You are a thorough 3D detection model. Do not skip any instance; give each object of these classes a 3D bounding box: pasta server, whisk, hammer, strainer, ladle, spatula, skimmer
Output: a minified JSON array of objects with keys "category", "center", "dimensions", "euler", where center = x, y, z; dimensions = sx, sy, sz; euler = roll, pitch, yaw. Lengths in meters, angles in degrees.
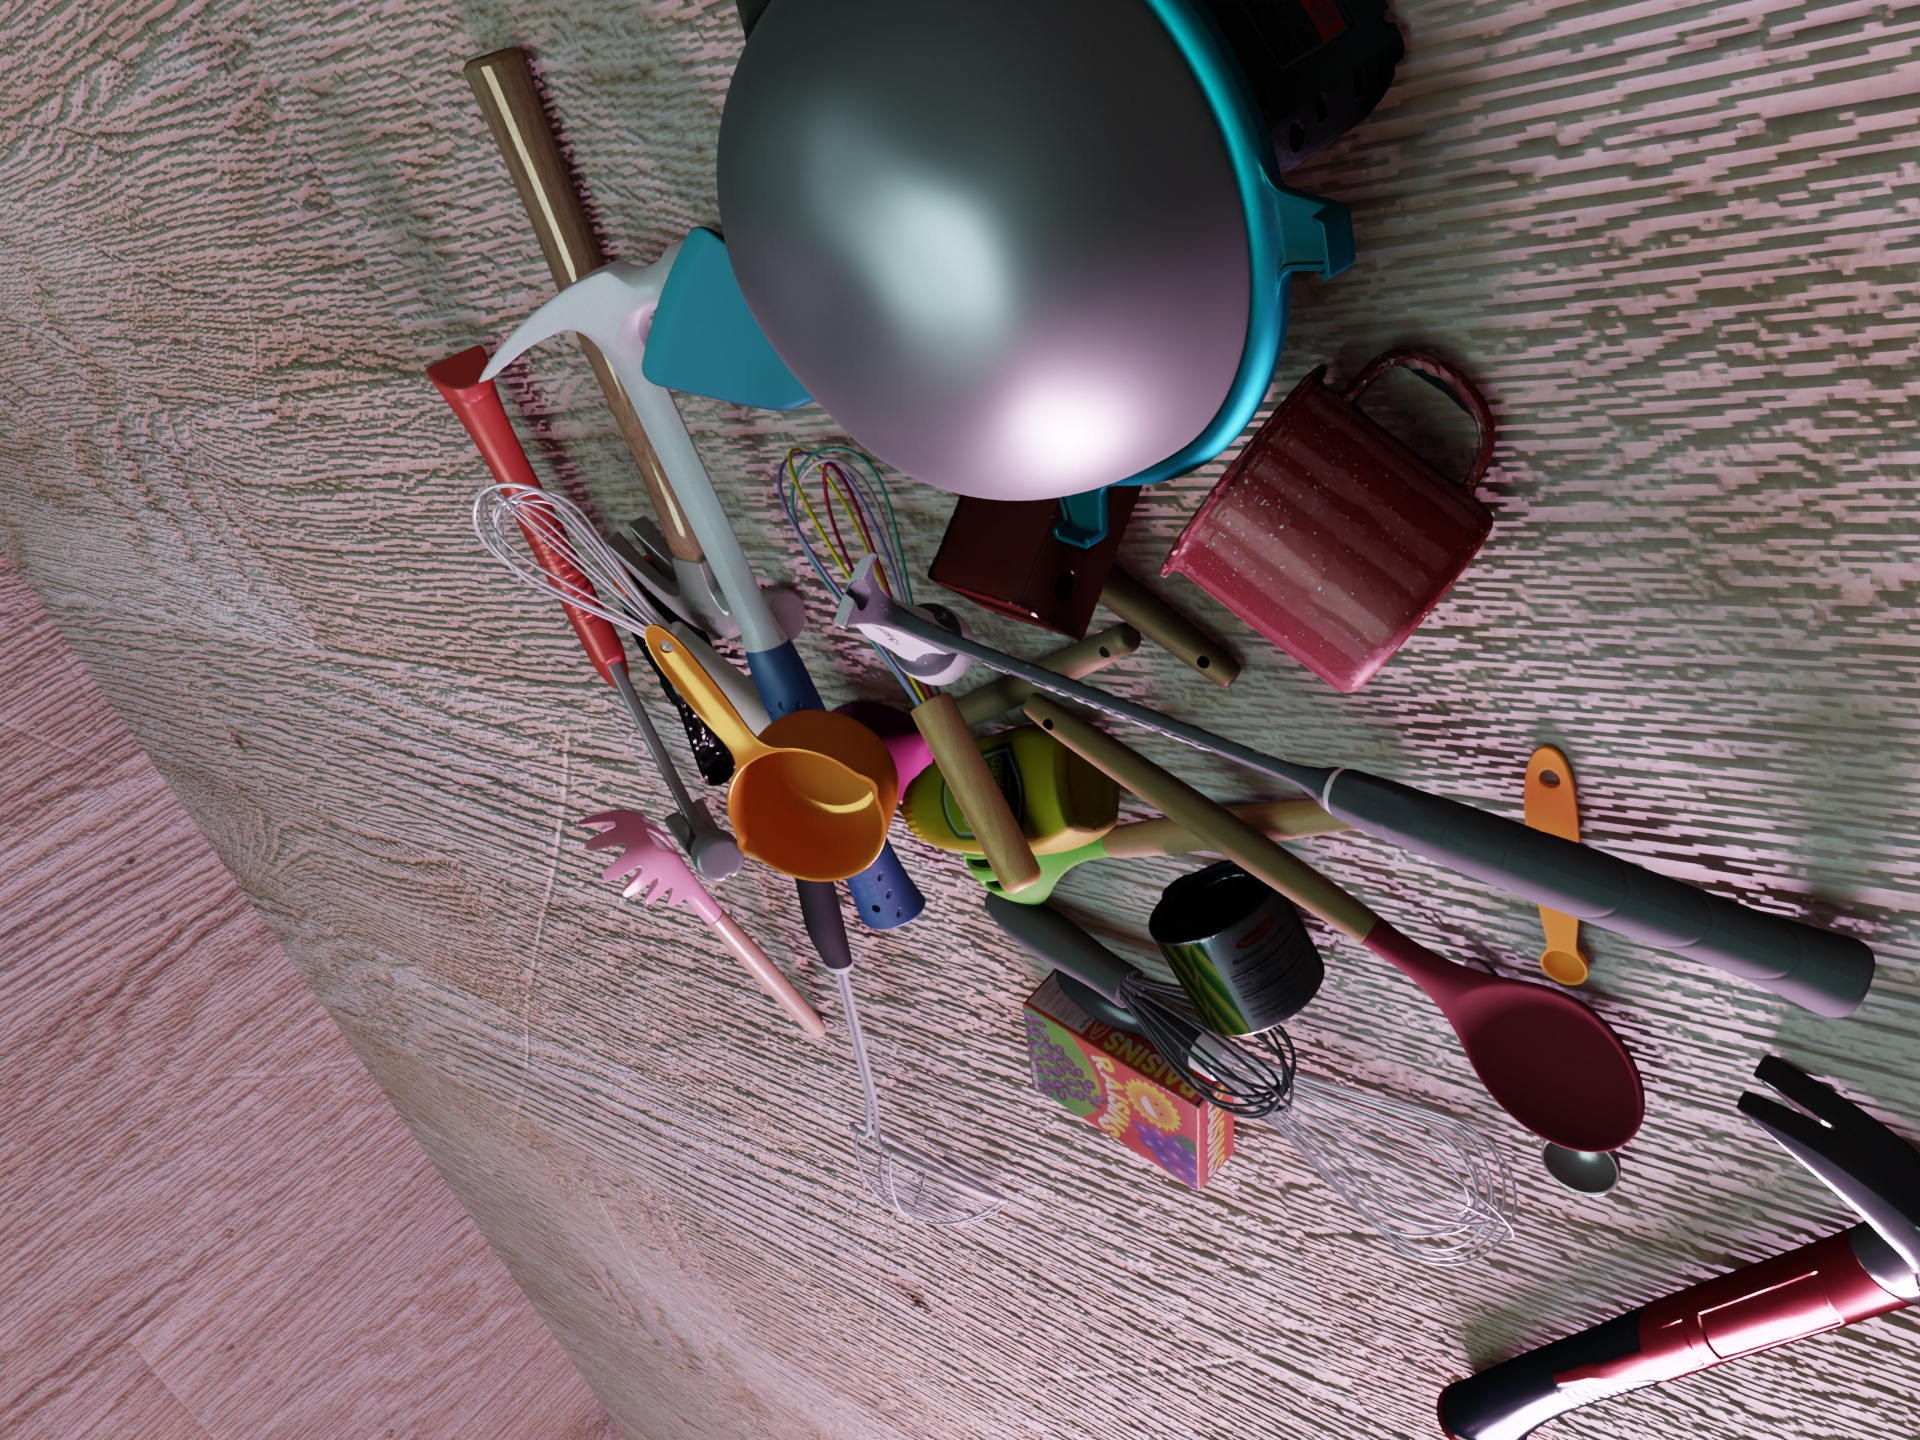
[{"category":"pasta server","center":[-0.168,0.152,1.112],"dimensions":[0.060,0.040,0.315],"euler":[59,179,42]},{"category":"whisk","center":[0.157,0.189,0.826],"dimensions":[0.285,0.070,0.070],"euler":[26,141,39]},{"category":"hammer","center":[0.132,0.020,0.617],"dimensions":[0.409,0.036,0.149],"euler":[21,179,20]},{"category":"strainer","center":[-0.051,-0.194,0.501],"dimensions":[0.340,0.095,0.211],"euler":[48,153,2]},{"category":"ladle","center":[0.157,0.079,0.701],"dimensions":[0.315,0.031,0.069],"euler":[35,127,13]},{"category":"hammer","center":[-0.186,-0.190,0.860],"dimensions":[0.130,0.031,0.331],"euler":[13,133,42]},{"category":"spatula","center":[-0.008,-0.109,0.719],"dimensions":[0.318,0.044,0.082],"euler":[38,122,14]},{"category":"hammer","center":[0.314,0.278,0.742],"dimensions":[0.143,0.038,0.386],"euler":[42,147,13]},{"category":"skimmer","center":[-0.050,0.208,1.113],"dimensions":[0.127,0.090,0.363],"euler":[14,124,47]},{"category":"hammer","center":[-0.238,-0.065,1.018],"dimensions":[0.358,0.036,0.149],"euler":[66,167,-19]},{"category":"hammer","center":[-0.114,-0.050,0.862],"dimensions":[0.144,0.035,0.405],"euler":[-11,120,21]},{"category":"whisk","center":[-0.022,-0.029,0.776],"dimensions":[0.245,0.051,0.047],"euler":[62,170,7]},{"category":"whisk","center":[-0.176,-0.052,0.917],"dimensions":[0.059,0.058,0.246],"euler":[-34,118,31]},{"category":"whisk","center":[0.087,0.141,0.844],"dimensions":[0.239,0.055,0.055],"euler":[28,143,48]}]

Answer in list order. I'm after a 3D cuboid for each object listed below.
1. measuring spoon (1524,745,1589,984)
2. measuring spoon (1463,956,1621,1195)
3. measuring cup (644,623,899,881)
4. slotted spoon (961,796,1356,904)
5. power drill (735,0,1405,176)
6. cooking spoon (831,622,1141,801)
[{"category":"measuring spoon","center":[0.238,0.058,0.633],"dimensions":[0.021,0.011,0.116],"euler":[9,127,38]},{"category":"measuring spoon","center":[0.258,0.156,0.709],"dimensions":[0.034,0.018,0.124],"euler":[-24,98,45]},{"category":"measuring cup","center":[-0.101,0.006,0.842],"dimensions":[0.095,0.052,0.173],"euler":[-28,111,28]},{"category":"slotted spoon","center":[0.092,0.057,0.789],"dimensions":[0.314,0.031,0.070],"euler":[-13,105,53]},{"category":"power drill","center":[0.017,-0.222,0.548],"dimensions":[0.188,0.080,0.227],"euler":[55,150,-9]},{"category":"cooking spoon","center":[-0.001,-0.003,0.845],"dimensions":[0.068,0.017,0.319],"euler":[54,148,-7]}]
